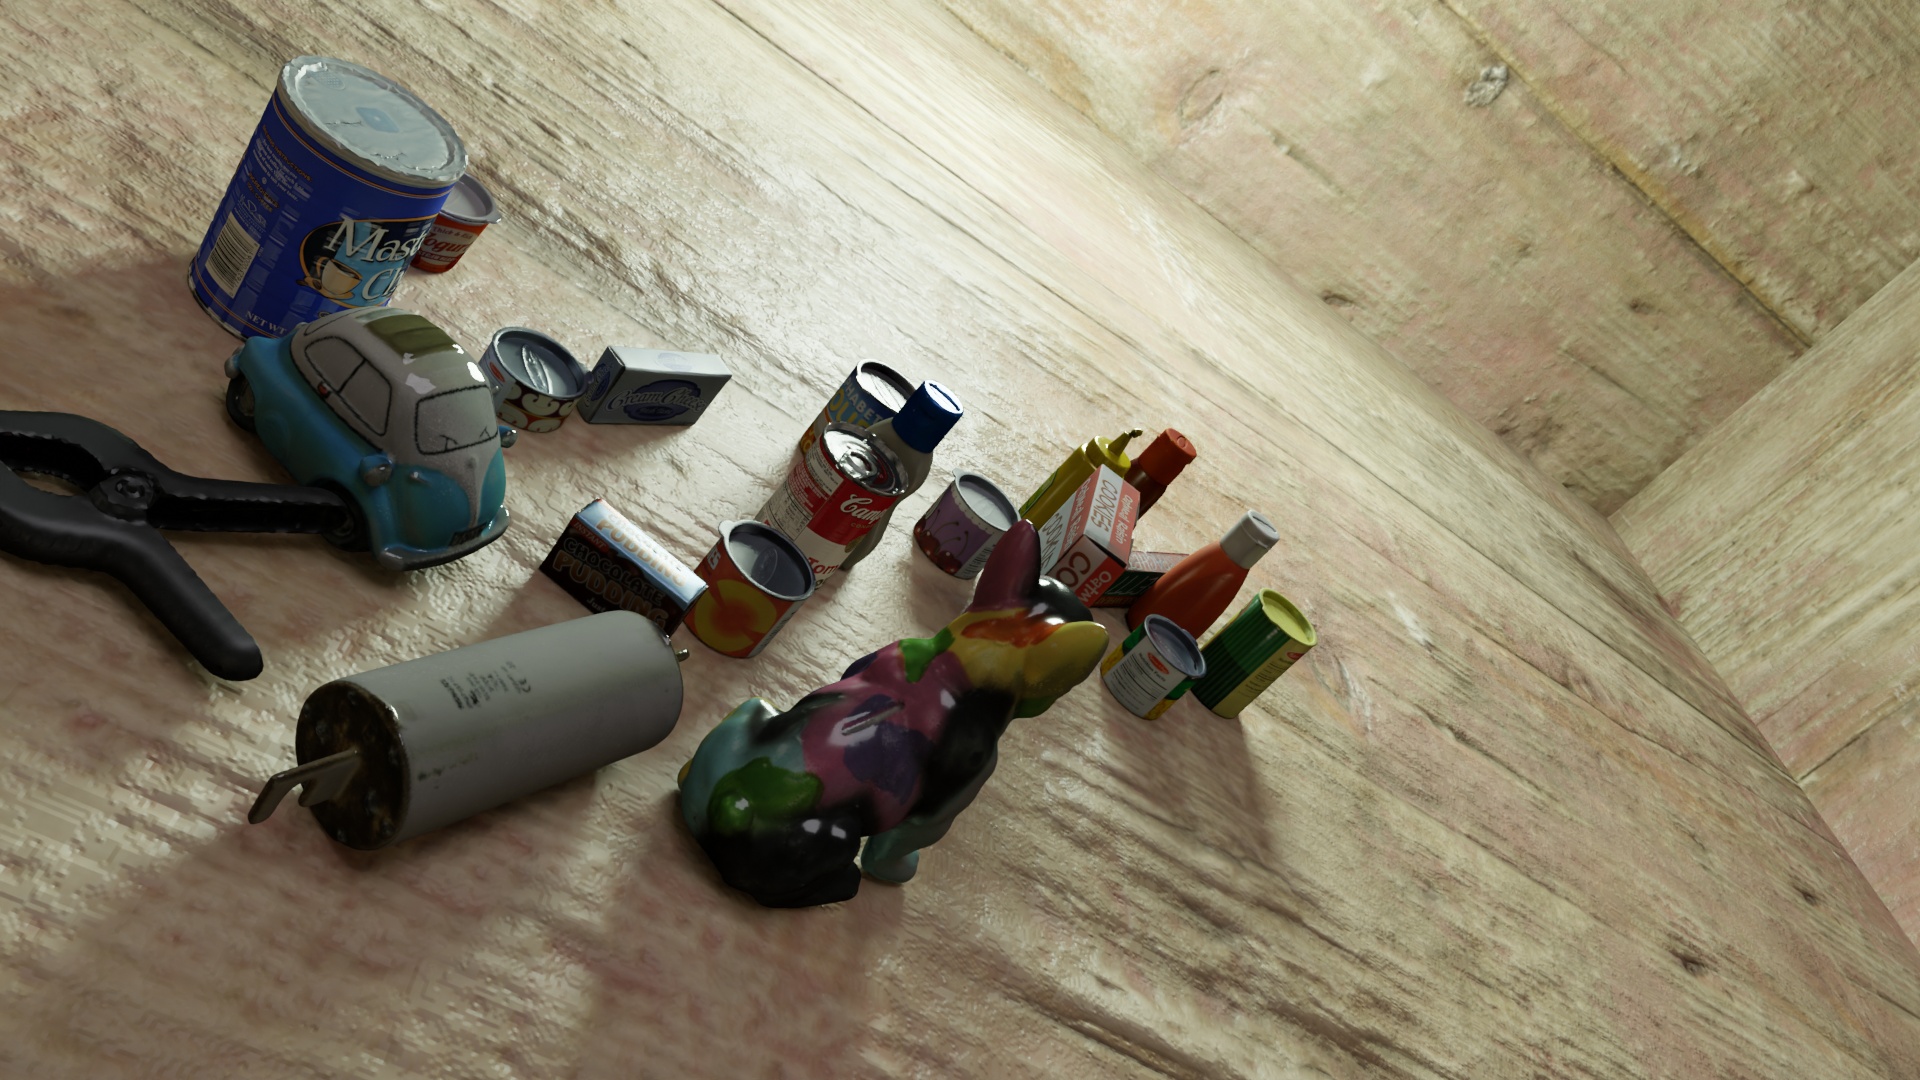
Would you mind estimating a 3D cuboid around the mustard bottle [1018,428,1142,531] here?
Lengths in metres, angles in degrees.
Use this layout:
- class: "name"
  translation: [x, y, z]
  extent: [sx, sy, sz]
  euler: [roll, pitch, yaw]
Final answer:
- class: "mustard bottle"
  translation: [0.096, -0.041, 1.158]
  extent: [0.049, 0.159, 0.065]
  euler: [39, 26, -5]

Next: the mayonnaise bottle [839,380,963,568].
- class: "mayonnaise bottle"
  translation: [-0.056, -0.049, 0.982]
  extent: [0.065, 0.147, 0.041]
  euler: [43, 26, 2]

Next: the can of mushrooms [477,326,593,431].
- class: "can of mushrooms"
  translation: [-0.276, -0.103, 0.898]
  extent: [0.071, 0.033, 0.071]
  euler: [32, 28, -19]

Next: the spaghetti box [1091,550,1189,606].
- class: "spaghetti box"
  translation: [0.133, 0.034, 1.220]
  extent: [0.250, 0.050, 0.029]
  euler: [4, 45, -51]

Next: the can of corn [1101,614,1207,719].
- class: "can of corn"
  translation: [0.159, 0.104, 1.140]
  extent: [0.071, 0.058, 0.071]
  euler: [32, 28, -19]

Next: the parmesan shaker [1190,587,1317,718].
- class: "parmesan shaker"
  translation: [0.251, 0.099, 1.219]
  extent: [0.071, 0.102, 0.072]
  euler: [32, 28, -19]

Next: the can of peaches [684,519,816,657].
- class: "can of peaches"
  translation: [-0.135, 0.029, 0.860]
  extent: [0.071, 0.058, 0.071]
  euler: [32, 28, -19]

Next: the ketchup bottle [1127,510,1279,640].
- class: "ketchup bottle"
  translation: [0.215, 0.036, 1.214]
  extent: [0.064, 0.148, 0.044]
  euler: [29, 29, -24]

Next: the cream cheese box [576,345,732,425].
- class: "cream cheese box"
  translation: [-0.212, -0.106, 0.964]
  extent: [0.024, 0.053, 0.104]
  euler: [52, 28, 20]

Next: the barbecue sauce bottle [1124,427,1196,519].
- class: "barbecue sauce bottle"
  translation: [0.147, -0.037, 1.234]
  extent: [0.043, 0.148, 0.065]
  euler: [42, 26, 0]

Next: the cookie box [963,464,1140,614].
- class: "cookie box"
  translation: [0.057, 0.036, 0.983]
  extent: [0.040, 0.166, 0.123]
  euler: [38, 26, -8]

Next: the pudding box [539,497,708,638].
- class: "pudding box"
  translation: [-0.194, 0.021, 0.803]
  extent: [0.083, 0.049, 0.030]
  euler: [40, 26, -4]

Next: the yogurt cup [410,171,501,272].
- class: "yogurt cup"
  translation: [-0.357, -0.219, 0.940]
  extent: [0.072, 0.053, 0.073]
  euler: [32, 28, -19]

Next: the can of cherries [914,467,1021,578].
- class: "can of cherries"
  translation: [0.004, -0.014, 1.109]
  extent: [0.071, 0.058, 0.072]
  euler: [32, 28, -19]

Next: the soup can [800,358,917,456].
- class: "soup can"
  translation: [-0.078, -0.090, 1.085]
  extent: [0.071, 0.083, 0.072]
  euler: [32, 28, -19]
